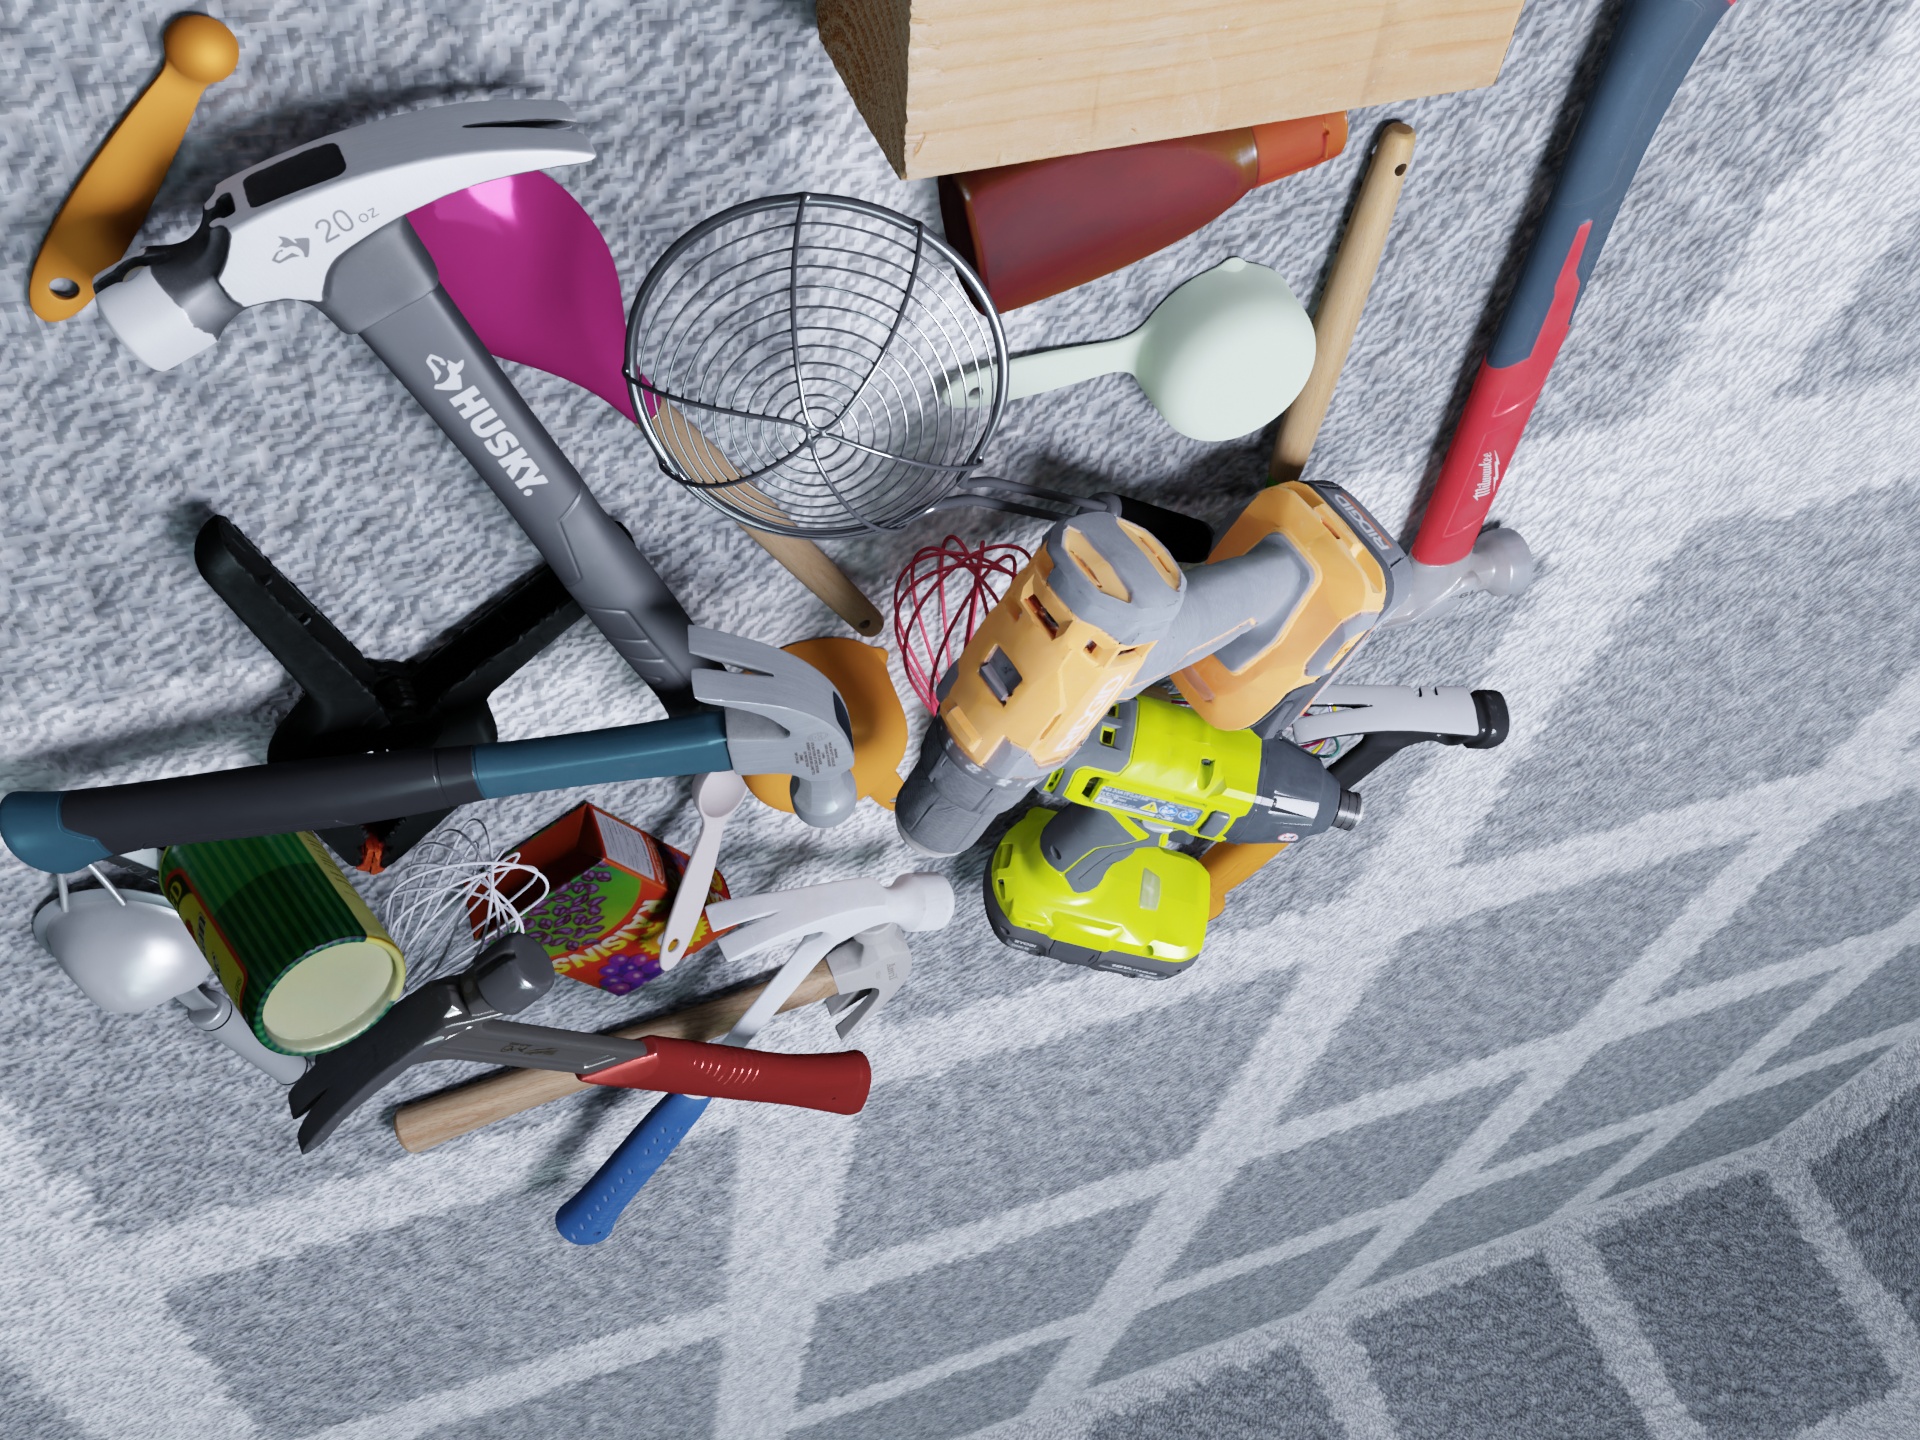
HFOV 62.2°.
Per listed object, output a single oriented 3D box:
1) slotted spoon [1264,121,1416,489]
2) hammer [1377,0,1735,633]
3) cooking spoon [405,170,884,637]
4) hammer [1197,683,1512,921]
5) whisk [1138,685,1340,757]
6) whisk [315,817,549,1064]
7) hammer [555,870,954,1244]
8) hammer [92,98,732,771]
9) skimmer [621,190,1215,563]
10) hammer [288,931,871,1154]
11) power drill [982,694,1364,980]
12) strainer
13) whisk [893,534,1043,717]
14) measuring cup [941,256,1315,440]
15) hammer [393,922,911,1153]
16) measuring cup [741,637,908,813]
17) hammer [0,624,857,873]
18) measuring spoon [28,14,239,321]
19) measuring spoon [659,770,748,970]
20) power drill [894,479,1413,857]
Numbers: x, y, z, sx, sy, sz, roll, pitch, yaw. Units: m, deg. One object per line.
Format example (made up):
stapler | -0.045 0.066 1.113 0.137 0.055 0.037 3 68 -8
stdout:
slotted spoon | 0.161 -0.137 0.752 0.070 0.031 0.313 -18 145 -20
hammer | 0.252 -0.176 0.744 0.143 0.038 0.386 -15 146 -12
cooking spoon | -0.108 -0.108 0.624 0.069 0.017 0.318 -31 146 11
hammer | 0.192 0.063 0.980 0.127 0.034 0.336 1 155 -16
whisk | 0.129 -0.002 0.909 0.244 0.051 0.047 6 142 -34
whisk | -0.279 0.130 0.800 0.070 0.070 0.284 3 150 -35
hammer | -0.162 0.219 0.976 0.144 0.035 0.405 1 141 -41
hammer | -0.141 -0.076 0.592 0.146 0.035 0.334 -30 144 -1
skimmer | 0.017 -0.113 0.645 0.127 0.090 0.363 -38 163 24
hammer | -0.165 0.188 0.845 0.149 0.037 0.358 -36 150 16
power drill | 0.107 0.066 0.884 0.171 0.080 0.223 14 150 -5
strainer | -0.377 0.143 0.792 0.087 0.050 0.258 -6 150 1
whisk | -0.001 -0.003 0.813 0.073 0.073 0.295 -17 153 -12
measuring cup | 0.075 -0.143 0.673 0.167 0.038 0.083 -15 146 -17
hammer | -0.189 0.201 1.002 0.331 0.031 0.130 -19 147 -7
measuring cup | -0.055 0.026 0.817 0.095 0.052 0.173 -28 145 6
hammer | -0.208 0.024 0.645 0.331 0.033 0.128 -8 149 -6
measuring spoon | -0.246 -0.158 0.470 0.117 0.011 0.021 -42 143 26
measuring spoon | -0.139 0.073 0.823 0.034 0.018 0.124 -3 117 -53
power drill | 0.080 -0.021 0.715 0.226 0.084 0.185 -16 151 -42
